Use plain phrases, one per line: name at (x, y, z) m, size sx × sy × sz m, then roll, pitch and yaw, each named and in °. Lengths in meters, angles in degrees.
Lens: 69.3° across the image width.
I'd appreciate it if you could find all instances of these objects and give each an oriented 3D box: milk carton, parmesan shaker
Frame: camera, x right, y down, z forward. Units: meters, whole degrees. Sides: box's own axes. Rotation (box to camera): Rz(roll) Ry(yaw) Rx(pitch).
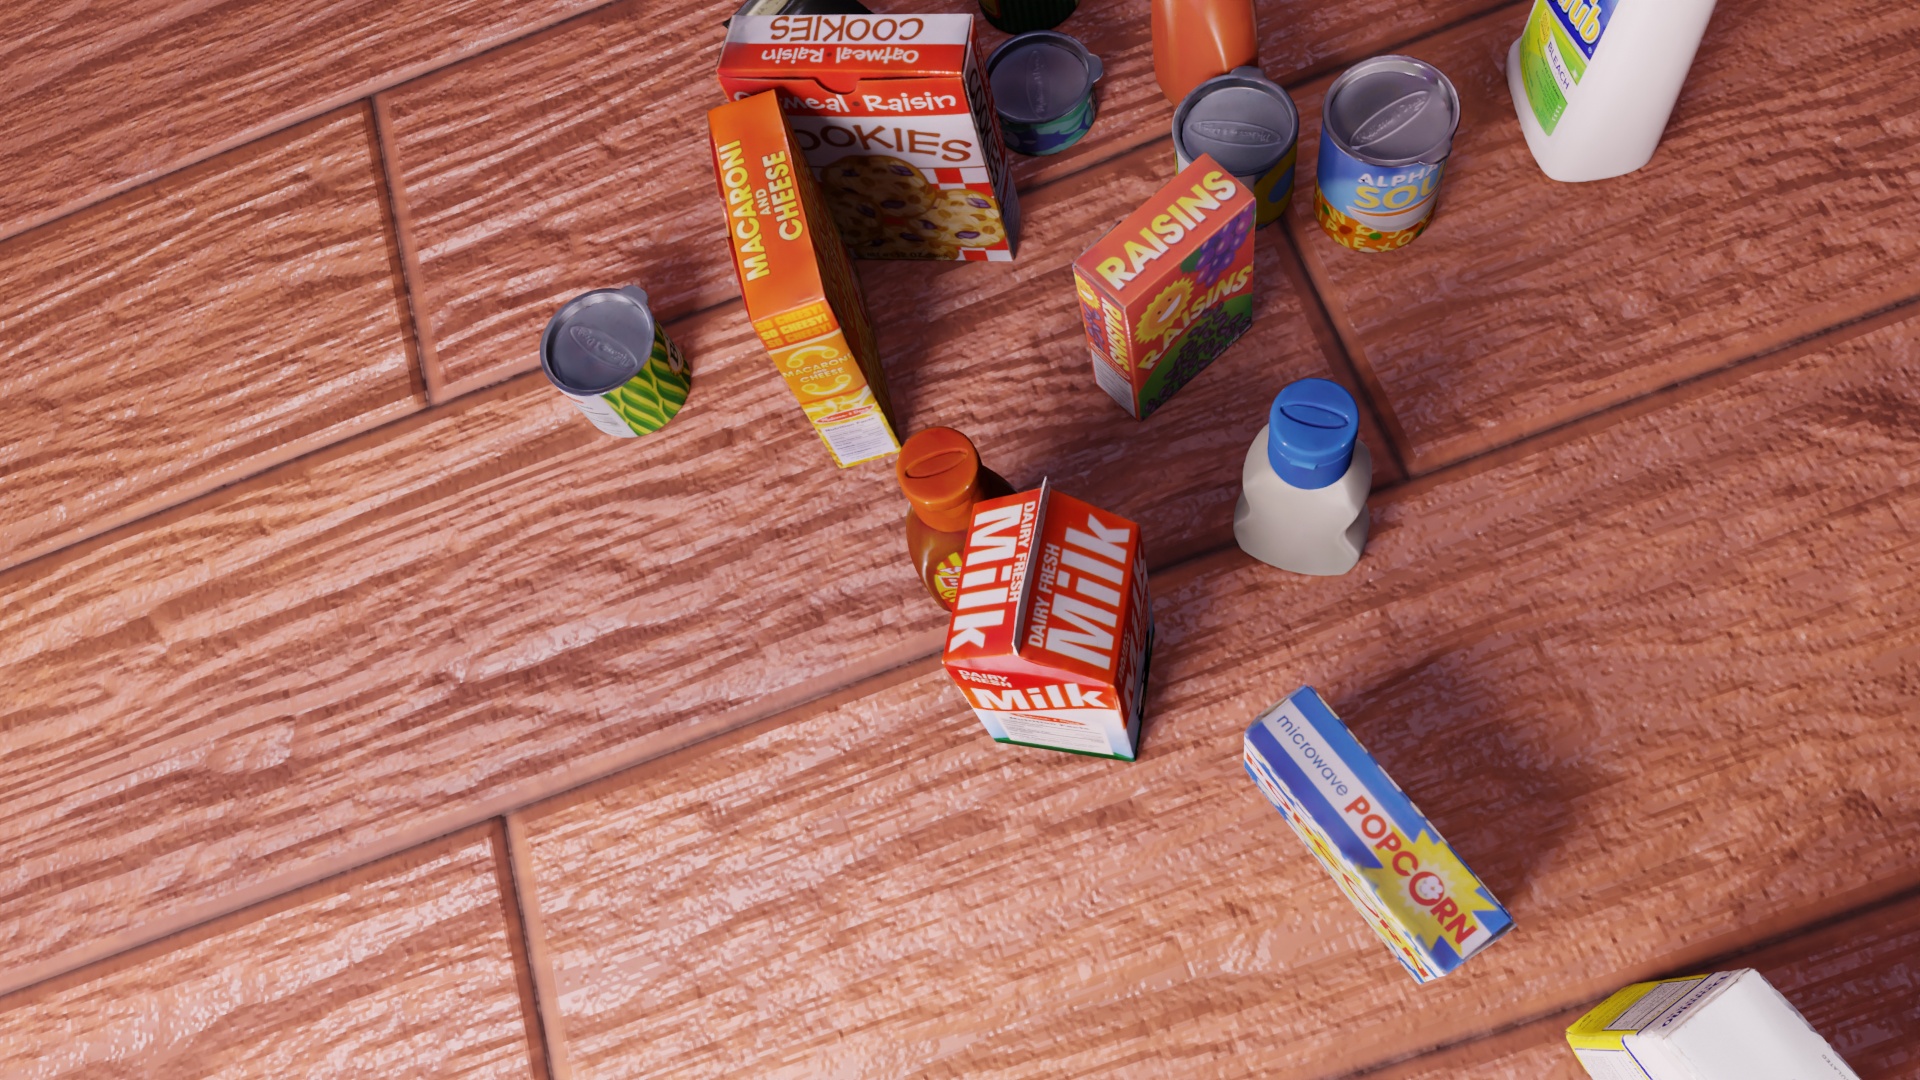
milk carton at (0.042, 0.040, 0.610) m, size 0.073 × 0.190 × 0.072 m, roll 7°, pitch 71°, yaw 13°
parmesan shaker at (0.034, -0.352, 0.809) m, size 0.071 × 0.102 × 0.071 m, roll -4°, pitch 69°, yaw 9°

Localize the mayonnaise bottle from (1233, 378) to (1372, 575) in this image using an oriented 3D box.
mayonnaise bottle at (0.159, -0.026, 0.637) m, size 0.065 × 0.147 × 0.041 m, roll 14°, pitch 73°, yaw 15°

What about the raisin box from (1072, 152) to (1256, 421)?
raisin box at (0.105, -0.123, 0.697) m, size 0.086 × 0.123 × 0.040 m, roll -40°, pitch 68°, yaw -6°

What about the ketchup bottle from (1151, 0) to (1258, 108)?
ketchup bottle at (0.130, -0.288, 0.742) m, size 0.043 × 0.148 × 0.065 m, roll -42°, pitch 68°, yaw -6°

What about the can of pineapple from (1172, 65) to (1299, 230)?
can of pineapple at (0.151, -0.211, 0.758) m, size 0.071 × 0.057 × 0.071 m, roll -3°, pitch 69°, yaw 9°

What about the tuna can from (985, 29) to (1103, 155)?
tuna can at (0.049, -0.261, 0.809) m, size 0.071 × 0.032 × 0.071 m, roll -3°, pitch 69°, yaw 9°

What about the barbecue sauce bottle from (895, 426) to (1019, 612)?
barbecue sauce bottle at (0.002, -0.008, 0.659) m, size 0.065 × 0.148 × 0.044 m, roll -18°, pitch 68°, yaw 3°

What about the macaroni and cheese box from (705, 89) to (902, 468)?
macaroni and cheese box at (-0.077, -0.126, 0.708) m, size 0.040 × 0.166 × 0.124 m, roll -17°, pitch 68°, yaw 4°

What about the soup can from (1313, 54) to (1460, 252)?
soup can at (0.222, -0.198, 0.726) m, size 0.071 × 0.083 × 0.071 m, roll -3°, pitch 69°, yaw 9°

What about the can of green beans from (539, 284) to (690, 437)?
can of green beans at (-0.192, -0.098, 0.778) m, size 0.071 × 0.057 × 0.071 m, roll -3°, pitch 69°, yaw 9°

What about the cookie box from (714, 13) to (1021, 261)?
cookie box at (-0.041, -0.206, 0.732) m, size 0.123 × 0.167 × 0.040 m, roll 4°, pitch 71°, yaw 12°

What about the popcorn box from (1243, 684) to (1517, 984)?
popcorn box at (0.177, 0.129, 0.608) m, size 0.038 × 0.085 × 0.127 m, roll -36°, pitch 68°, yaw -4°
